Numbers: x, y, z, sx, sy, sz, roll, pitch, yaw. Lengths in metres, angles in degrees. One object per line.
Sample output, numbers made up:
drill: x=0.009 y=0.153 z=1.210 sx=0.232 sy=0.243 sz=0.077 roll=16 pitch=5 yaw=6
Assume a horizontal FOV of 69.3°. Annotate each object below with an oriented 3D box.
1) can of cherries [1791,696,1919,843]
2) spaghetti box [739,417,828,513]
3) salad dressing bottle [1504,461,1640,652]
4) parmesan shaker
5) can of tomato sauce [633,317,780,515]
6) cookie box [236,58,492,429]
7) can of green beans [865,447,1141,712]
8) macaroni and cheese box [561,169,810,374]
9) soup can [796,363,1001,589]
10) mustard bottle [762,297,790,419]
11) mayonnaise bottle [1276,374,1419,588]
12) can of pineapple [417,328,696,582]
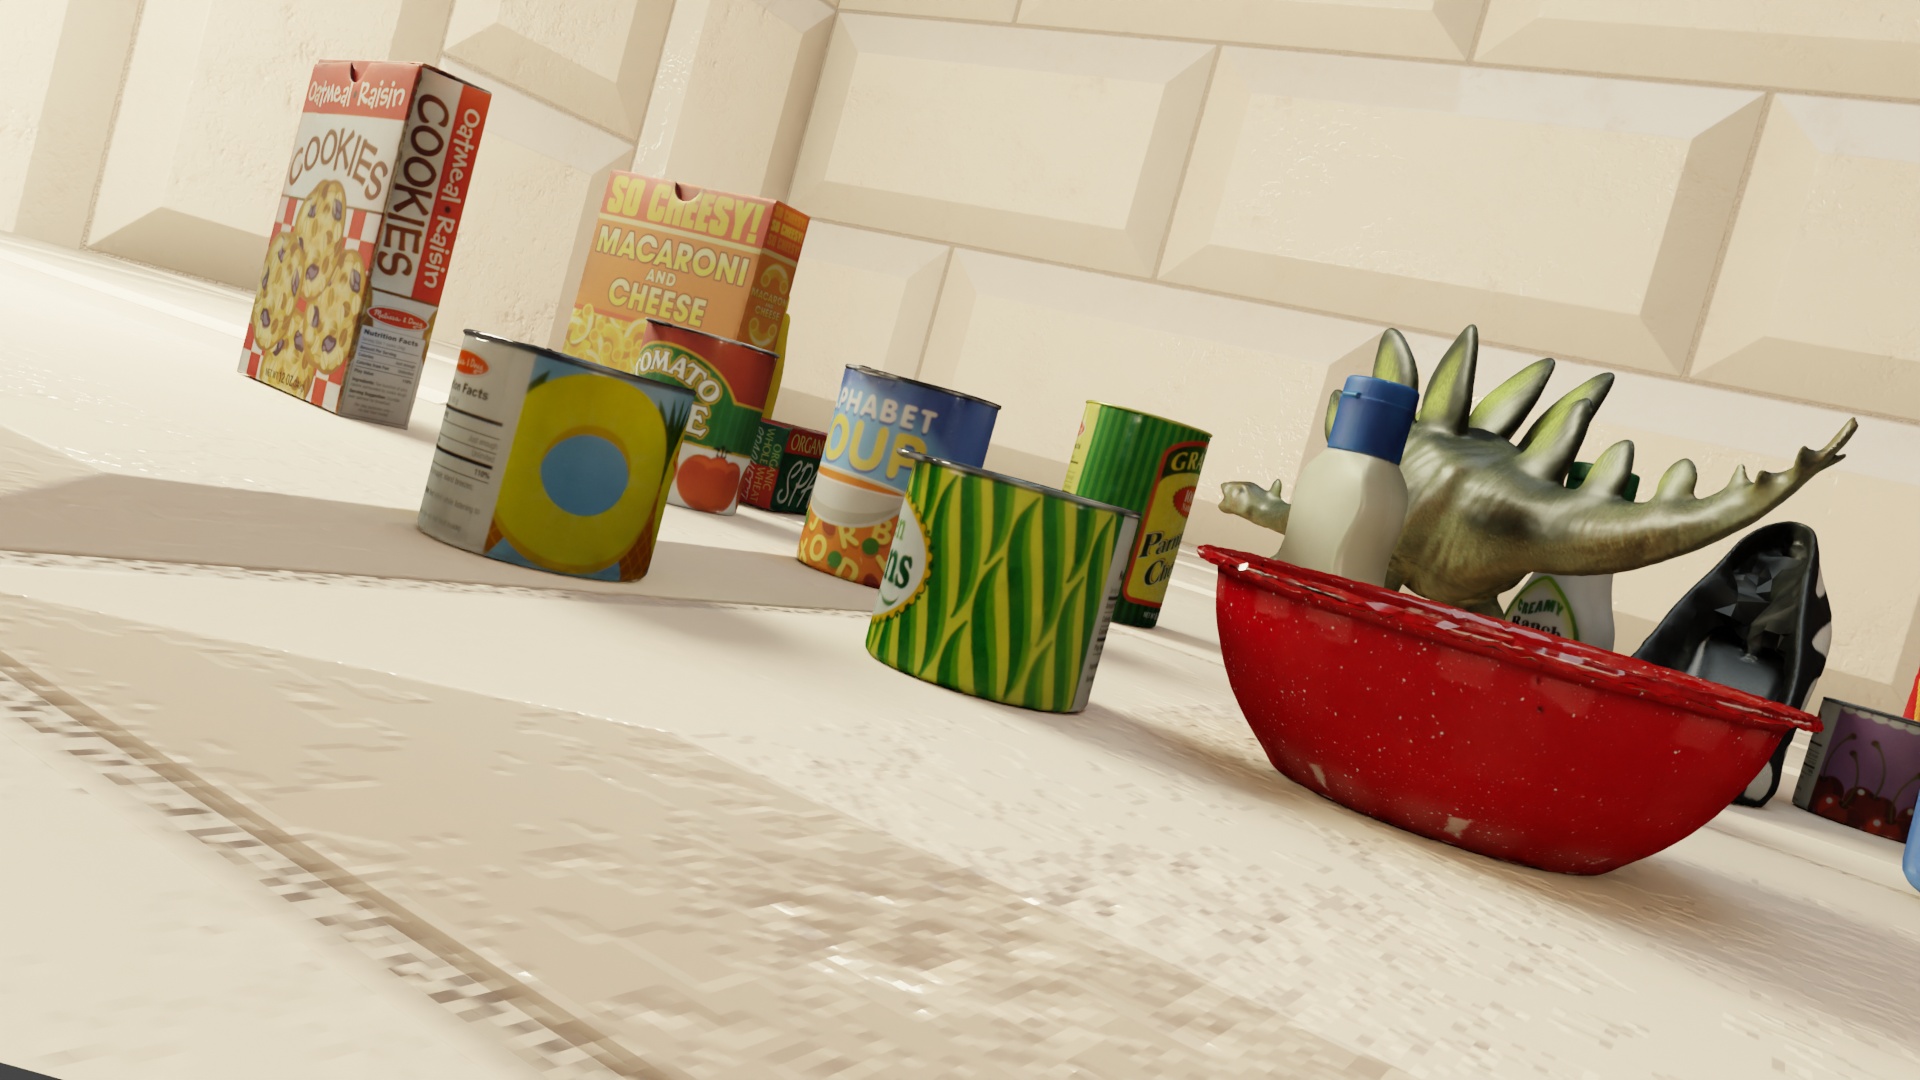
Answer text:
can of cherries: x=0.462 y=0.116 z=0.692 sx=0.071 sy=0.058 sz=0.071 roll=15 pitch=3 yaw=-1
spaghetti box: x=-0.077 y=-0.041 z=0.881 sx=0.029 sy=0.050 sz=0.250 roll=16 pitch=4 yaw=16
salad dressing bottle: x=0.340 y=0.031 z=0.777 sx=0.044 sy=0.147 sz=0.064 roll=14 pitch=3 yaw=-29
parmesan shaker: x=0.083 y=-0.013 z=0.707 sx=0.071 sy=0.103 sz=0.071 roll=15 pitch=3 yaw=-1
can of tomato sauce: x=-0.133 y=-0.060 z=0.682 sx=0.071 sy=0.083 sz=0.071 roll=15 pitch=3 yaw=-1
cookie box: x=-0.298 y=-0.150 z=0.686 sx=0.123 sy=0.167 sz=0.040 roll=18 pitch=4 yaw=41
can of green beans: x=0.011 y=0.011 z=0.391 sx=0.071 sy=0.057 sz=0.071 roll=15 pitch=3 yaw=-1
macaroni and cheese box: x=-0.165 y=-0.120 z=0.796 sx=0.124 sy=0.166 sz=0.040 roll=17 pitch=3 yaw=27
soup can: x=-0.028 y=-0.025 z=0.570 sx=0.071 sy=0.083 sz=0.071 roll=15 pitch=3 yaw=-1
mustard bottle: x=-0.143 y=-0.118 z=0.905 sx=0.049 sy=0.160 sz=0.065 roll=14 pitch=3 yaw=-34
mayonnaise bottle: x=0.188 y=-0.006 z=0.683 sx=0.041 sy=0.148 sz=0.065 roll=14 pitch=3 yaw=-27
can of pineapple: x=-0.113 y=-0.024 z=0.398 sx=0.071 sy=0.058 sz=0.071 roll=15 pitch=3 yaw=-1
